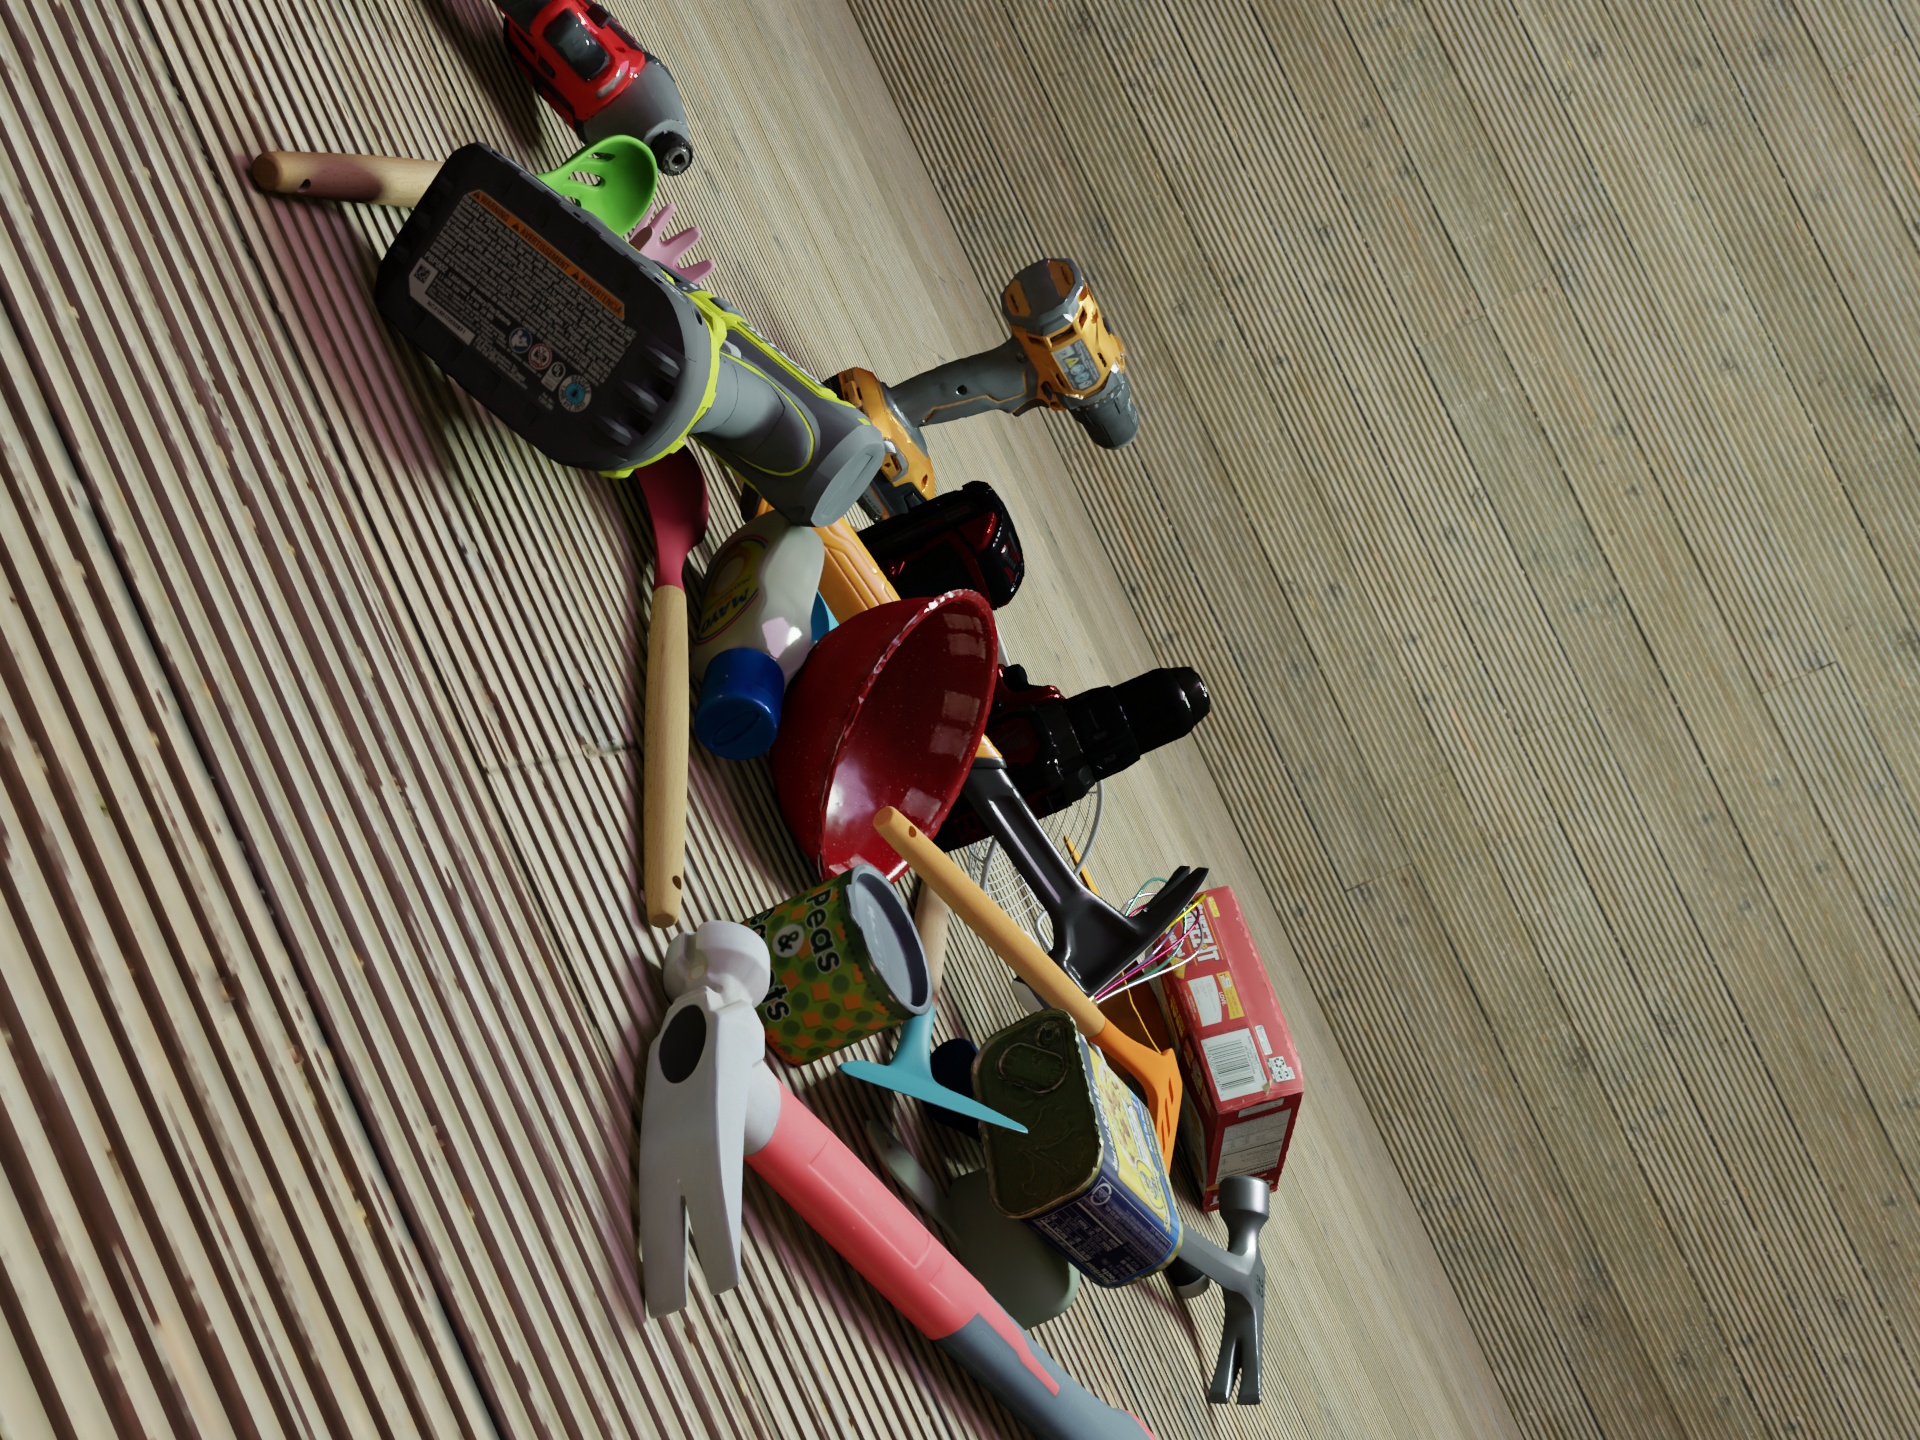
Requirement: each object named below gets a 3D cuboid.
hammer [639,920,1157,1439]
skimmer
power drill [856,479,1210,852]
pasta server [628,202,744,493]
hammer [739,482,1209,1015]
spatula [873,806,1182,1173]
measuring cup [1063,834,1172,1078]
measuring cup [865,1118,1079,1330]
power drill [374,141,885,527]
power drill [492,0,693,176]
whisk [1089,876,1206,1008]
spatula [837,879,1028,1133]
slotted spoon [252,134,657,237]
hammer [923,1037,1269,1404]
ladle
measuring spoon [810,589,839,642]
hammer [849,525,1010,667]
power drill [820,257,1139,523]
[{"bbox_3d":[-0.002,0.245,0.625,0.385,0.038,0.143,55,17,-36],"label":"hammer"},{"bbox_3d":[0.102,0.200,1.017,0.127,0.090,0.363,-25,92,-46],"label":"skimmer"},{"bbox_3d":[0.031,-0.041,0.975,0.080,0.188,0.227,64,3,-53],"label":"power drill"},{"bbox_3d":[-0.116,-0.142,0.917,0.316,0.040,0.060,64,25,-6],"label":"pasta server"},{"bbox_3d":[-0.001,-0.003,0.856,0.336,0.127,0.034,55,-17,-10],"label":"hammer"},{"bbox_3d":[0.048,0.145,0.814,0.322,0.041,0.081,48,43,-33],"label":"spatula"},{"bbox_3d":[0.090,0.169,1.123,0.174,0.052,0.095,66,12,14],"label":"measuring cup"},{"bbox_3d":[0.009,0.217,0.719,0.167,0.038,0.083,56,15,-41],"label":"measuring cup"},{"bbox_3d":[-0.144,-0.167,0.690,0.190,0.080,0.228,40,11,9],"label":"power drill"},{"bbox_3d":[-0.215,-0.363,0.791,0.143,0.078,0.219,49,3,23],"label":"power drill"},{"bbox_3d":[0.084,0.153,0.939,0.245,0.047,0.051,-30,108,-51],"label":"whisk"},{"bbox_3d":[-0.013,0.124,0.792,0.082,0.044,0.318,19,17,-5],"label":"spatula"},{"bbox_3d":[-0.210,-0.235,0.697,0.031,0.070,0.314,39,20,-2],"label":"slotted spoon"},{"bbox_3d":[0.093,0.278,0.901,0.405,0.035,0.144,46,42,-46],"label":"hammer"},{"bbox_3d":[-0.128,-0.037,0.690,0.069,0.031,0.316,50,20,-41],"label":"ladle"},{"bbox_3d":[-0.071,-0.060,0.914,0.128,0.021,0.042,-13,89,-62],"label":"measuring spoon"},{"bbox_3d":[-0.027,-0.098,1.209,0.130,0.031,0.331,66,13,10],"label":"hammer"},{"bbox_3d":[0.020,-0.232,1.204,0.185,0.226,0.084,47,22,-55],"label":"power drill"}]
